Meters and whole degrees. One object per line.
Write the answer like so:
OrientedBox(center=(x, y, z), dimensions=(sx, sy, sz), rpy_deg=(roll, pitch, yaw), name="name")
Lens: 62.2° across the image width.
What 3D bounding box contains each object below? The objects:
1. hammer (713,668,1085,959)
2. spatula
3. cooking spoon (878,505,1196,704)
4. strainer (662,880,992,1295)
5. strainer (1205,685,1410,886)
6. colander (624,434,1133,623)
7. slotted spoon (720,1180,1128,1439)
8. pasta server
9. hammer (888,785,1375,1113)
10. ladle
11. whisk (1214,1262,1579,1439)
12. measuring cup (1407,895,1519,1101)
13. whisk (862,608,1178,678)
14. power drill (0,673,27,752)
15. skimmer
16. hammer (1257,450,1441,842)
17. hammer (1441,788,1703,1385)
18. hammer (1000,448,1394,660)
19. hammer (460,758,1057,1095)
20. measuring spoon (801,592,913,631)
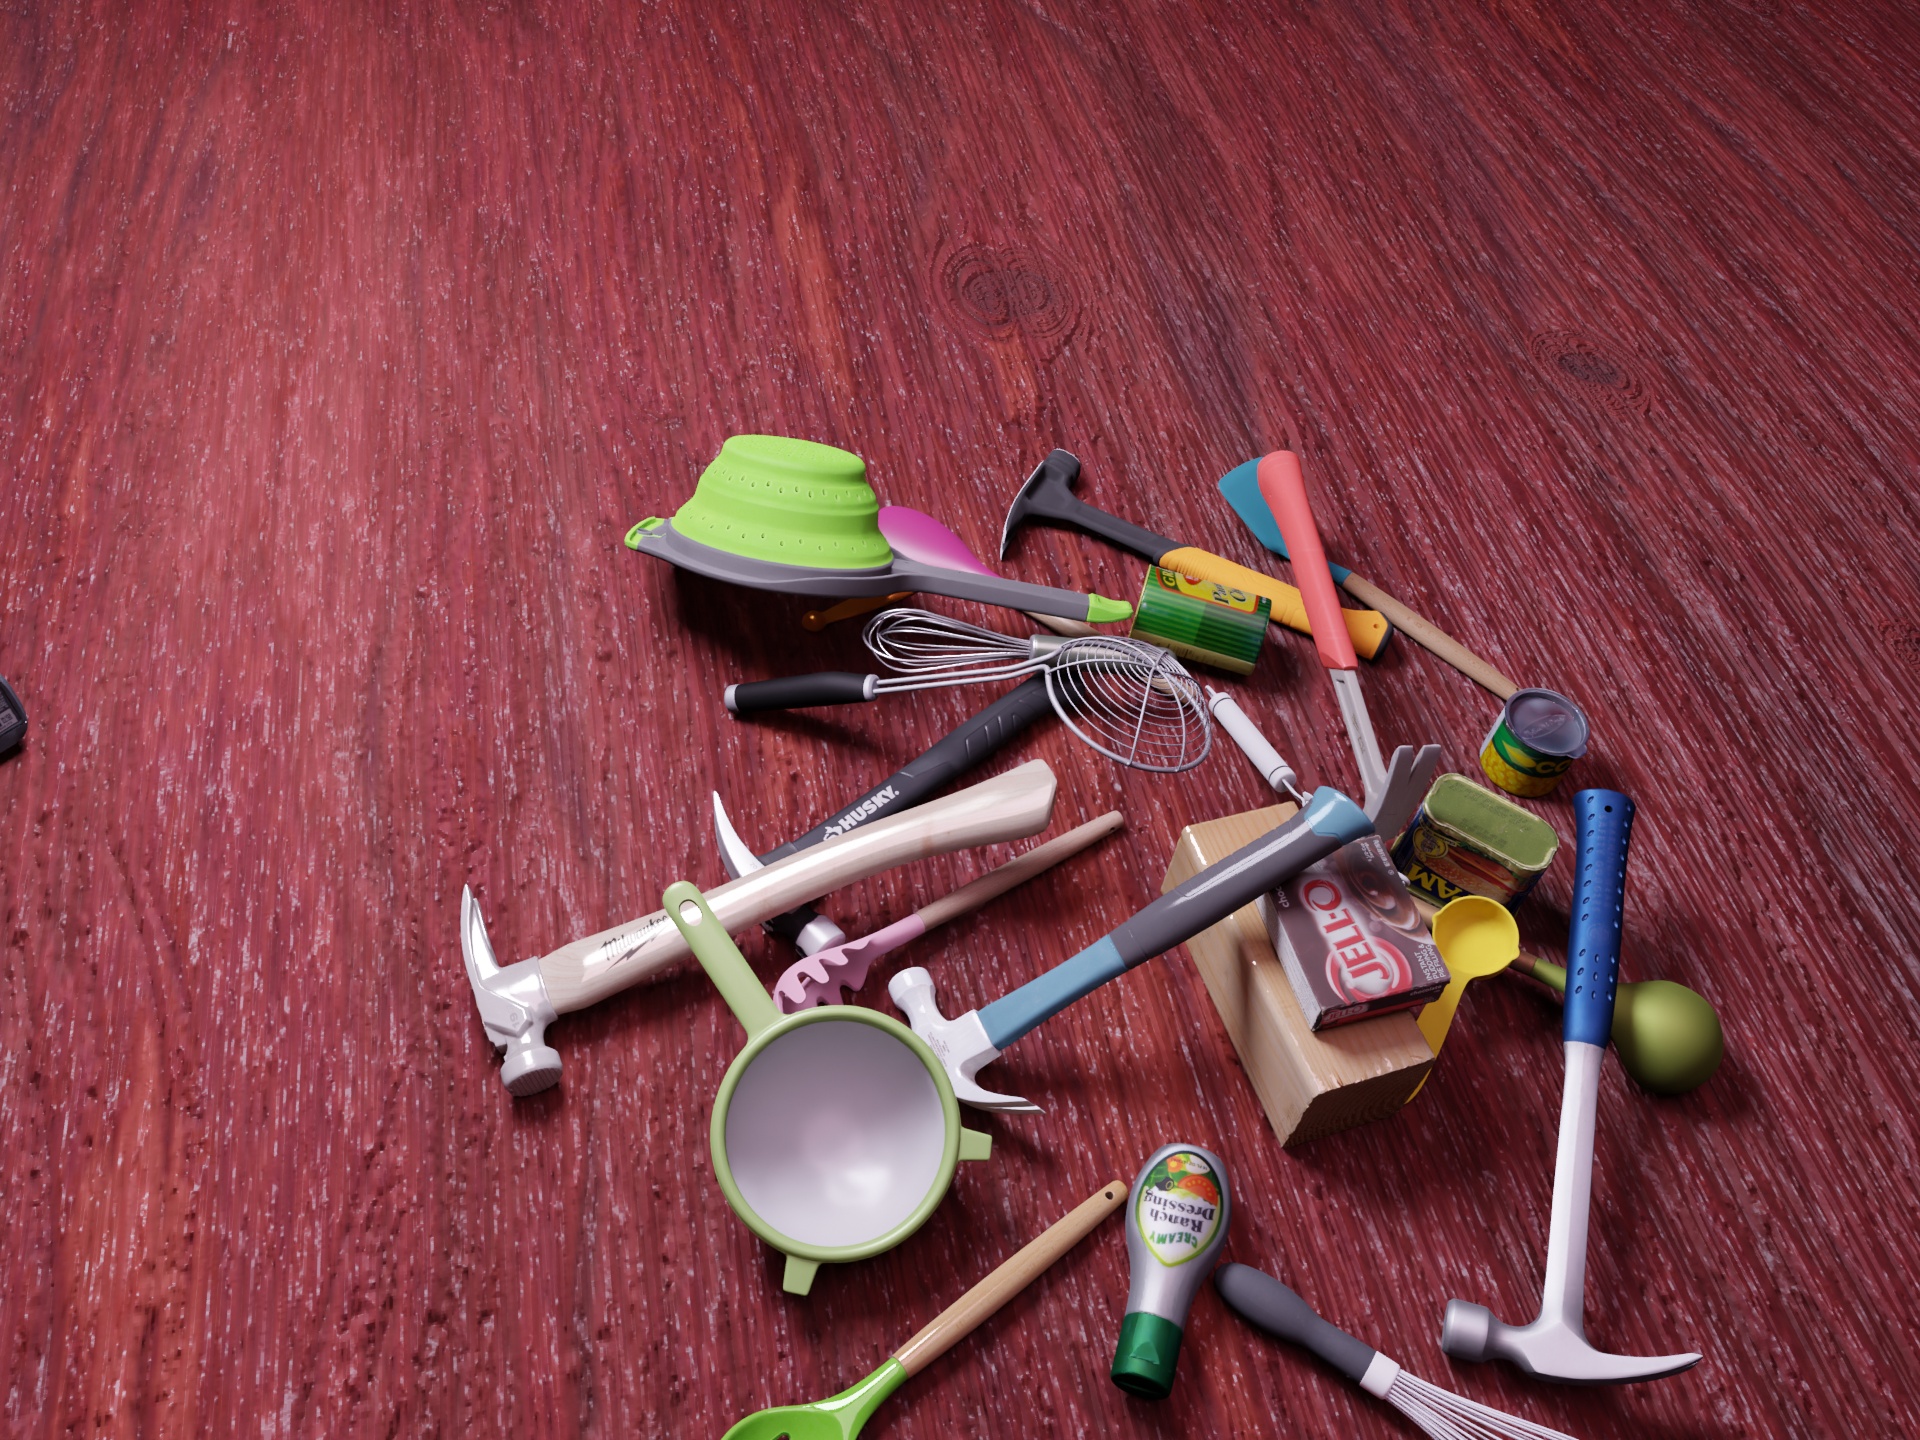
OrientedBox(center=(-0.032, 0.038, 1.187), dimensions=(0.335, 0.035, 0.146), rpy_deg=(-35, 64, -29), name="hammer")
OrientedBox(center=(0.353, -0.113, 1.348), dimensions=(0.318, 0.044, 0.082), rpy_deg=(39, 45, 20), name="spatula")
OrientedBox(center=(0.056, -0.097, 1.314), dimensions=(0.319, 0.017, 0.069), rpy_deg=(32, 50, 16), name="cooking spoon")
OrientedBox(center=(-0.109, 0.212, 0.991), dimensions=(0.151, 0.069, 0.256), rpy_deg=(-33, 80, -16), name="strainer")
OrientedBox(center=(0.244, 0.051, 1.187), dimensions=(0.050, 0.086, 0.259), rpy_deg=(-36, 42, 5), name="strainer")
OrientedBox(center=(-0.054, -0.152, 1.239), dimensions=(0.397, 0.094, 0.205), rpy_deg=(10, 17, -2), name="colander")
OrientedBox(center=(-0.014, 0.367, 0.937), dimensions=(0.314, 0.031, 0.070), rpy_deg=(-30, 61, -29), name="slotted spoon")
OrientedBox(center=(-0.002, 0.135, 1.111), dimensions=(0.316, 0.060, 0.040), rpy_deg=(-25, 51, -29), name="pasta server")
OrientedBox(center=(0.113, 0.141, 1.026), dimensions=(0.331, 0.033, 0.128), rpy_deg=(-33, 55, 7), name="hammer")
OrientedBox(center=(0.384, 0.168, 1.141), dimensions=(0.320, 0.062, 0.078), rpy_deg=(26, 73, 21), name="ladle")
OrientedBox(center=(0.274, 0.402, 0.929), dimensions=(0.285, 0.070, 0.070), rpy_deg=(28, 54, 20), name="whisk")
OrientedBox(center=(0.335, 0.195, 1.099), dimensions=(0.062, 0.029, 0.156), rpy_deg=(24, 79, 24), name="measuring cup")
OrientedBox(center=(0.047, -0.055, 1.223), dimensions=(0.246, 0.057, 0.059), rpy_deg=(5, 39, -7), name="whisk")
OrientedBox(center=(-0.796, -0.026, 1.113), dimensions=(0.226, 0.084, 0.185), rpy_deg=(33, 56, 23), name="power drill")
OrientedBox(center=(-0.002, -0.004, 1.164), dimensions=(0.363, 0.090, 0.127), rpy_deg=(-4, 31, 23), name="skimmer")
OrientedBox(center=(0.288, -0.077, 1.234), dimensions=(0.036, 0.149, 0.359), rpy_deg=(-2, 55, -7), name="hammer")
OrientedBox(center=(0.414, 0.226, 1.043), dimensions=(0.144, 0.035, 0.406), rpy_deg=(9, 59, 16), name="hammer")
OrientedBox(center=(0.201, -0.126, 1.345), dimensions=(0.337, 0.034, 0.127), rpy_deg=(24, 52, 12), name="hammer")
OrientedBox(center=(-0.128, 0.107, 1.077), dimensions=(0.410, 0.038, 0.146), rpy_deg=(-21, 61, -12), name="hammer")
OrientedBox(center=(-0.078, -0.100, 1.303), dimensions=(0.117, 0.011, 0.021), rpy_deg=(-24, 59, -24), name="measuring spoon")
